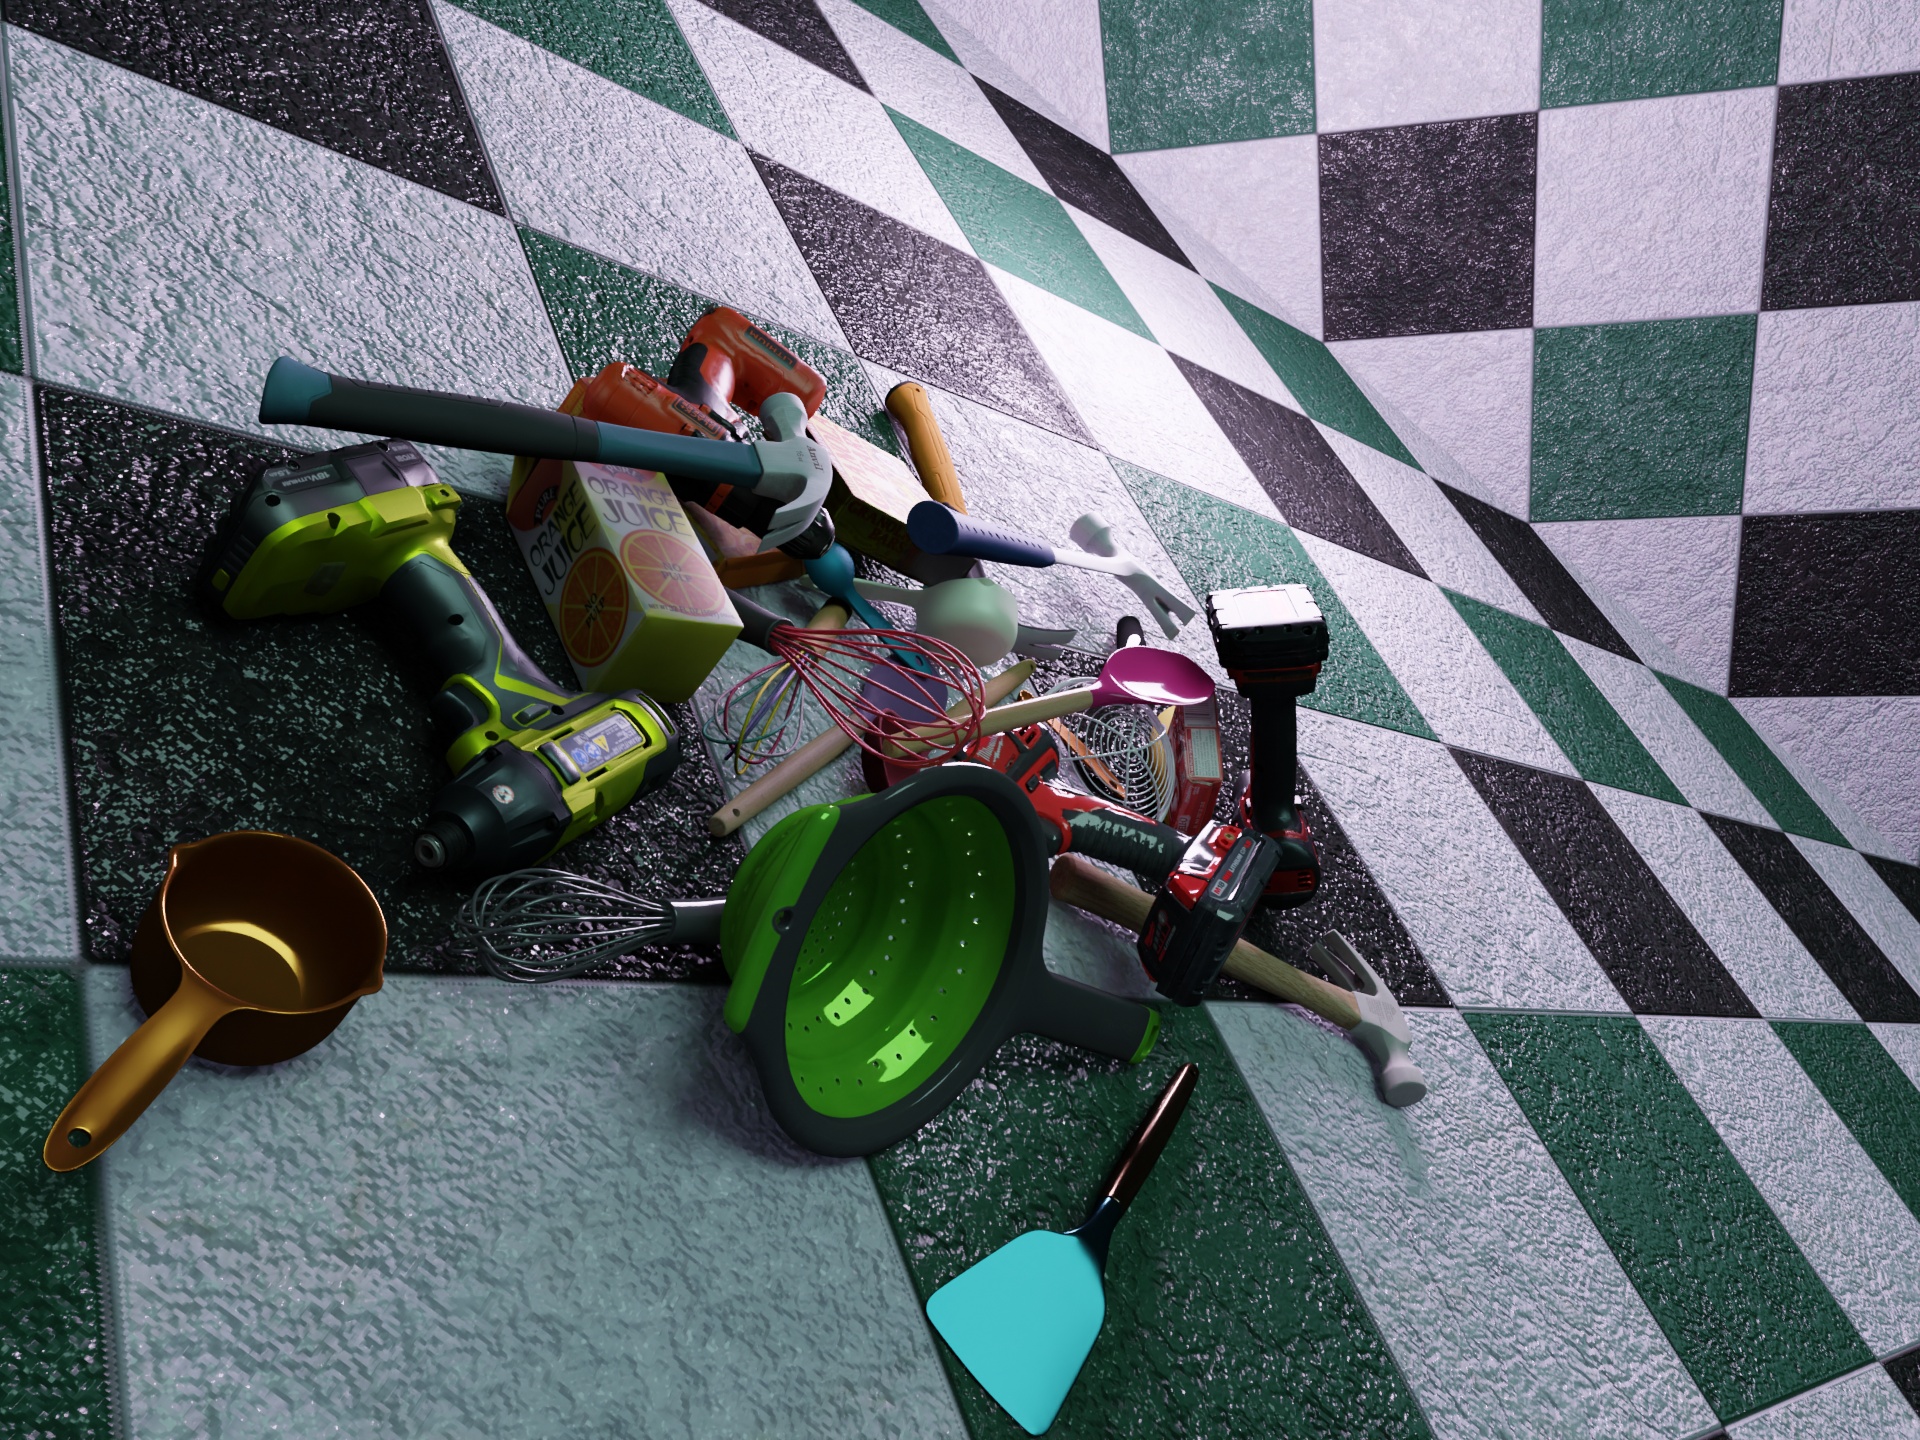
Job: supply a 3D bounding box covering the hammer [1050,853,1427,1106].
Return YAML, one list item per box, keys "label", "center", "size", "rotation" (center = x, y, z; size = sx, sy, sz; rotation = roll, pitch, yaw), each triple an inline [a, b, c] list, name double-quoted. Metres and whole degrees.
- label: "hammer"
  center: [0.199, 0.168, 1.137]
  size: [0.331, 0.031, 0.130]
  rotation: [27, 33, -25]

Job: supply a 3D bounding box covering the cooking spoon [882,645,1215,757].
- label: "cooking spoon"
  center: [0.067, -0.011, 1.074]
  size: [0.319, 0.017, 0.069]
  rotation: [-13, 49, -44]

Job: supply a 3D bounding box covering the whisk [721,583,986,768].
- label: "whisk"
  center: [-0.092, -0.043, 0.925]
  size: [0.296, 0.073, 0.073]
  rotation: [25, 14, 39]

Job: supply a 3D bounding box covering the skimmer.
- label: "skimmer"
  center: [0.114, -0.012, 1.261]
  size: [0.127, 0.090, 0.363]
  rotation: [45, 16, -9]

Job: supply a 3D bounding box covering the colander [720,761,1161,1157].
- label: "colander"
  center: [-0.010, 0.131, 0.867]
  size: [0.095, 0.204, 0.396]
  rotation: [21, -6, 37]

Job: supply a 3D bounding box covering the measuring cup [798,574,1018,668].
- label: "measuring cup"
  center: [-0.037, -0.075, 1.153]
  size: [0.167, 0.083, 0.038]
  rotation: [10, 58, -20]

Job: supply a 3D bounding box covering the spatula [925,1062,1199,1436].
- label: "spatula"
  center: [0.081, 0.263, 0.880]
  size: [0.082, 0.044, 0.317]
  rotation: [46, 25, 7]

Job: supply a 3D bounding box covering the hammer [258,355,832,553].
- label: "hammer"
  center: [-0.224, -0.163, 0.912]
  size: [0.330, 0.033, 0.128]
  rotation: [4, 46, -32]

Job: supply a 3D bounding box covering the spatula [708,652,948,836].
- label: "spatula"
  center: [-0.076, 0.012, 1.023]
  size: [0.060, 0.018, 0.316]
  rotation: [53, 29, -1]

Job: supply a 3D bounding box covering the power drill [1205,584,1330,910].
- label: "power drill"
  center: [0.236, 0.012, 1.233]
  size: [0.080, 0.226, 0.188]
  rotation: [-4, 20, 5]

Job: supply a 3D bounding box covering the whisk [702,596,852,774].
- label: "whisk"
  center: [-0.109, -0.029, 1.022]
  size: [0.245, 0.051, 0.047]
  rotation: [-66, 143, -64]

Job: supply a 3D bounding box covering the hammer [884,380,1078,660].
- label: "hammer"
  center: [-0.003, -0.180, 1.342]
  size: [0.127, 0.034, 0.337]
  rotation: [14, 39, -30]

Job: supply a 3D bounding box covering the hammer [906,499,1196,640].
- label: "hammer"
  center: [0.074, -0.129, 1.261]
  size: [0.144, 0.035, 0.405]
  rotation: [47, 19, 18]

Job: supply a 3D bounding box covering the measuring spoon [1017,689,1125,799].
- label: "measuring spoon"
  center: [0.085, 0.021, 1.219]
  size: [0.117, 0.011, 0.021]
  rotation: [45, 26, -4]

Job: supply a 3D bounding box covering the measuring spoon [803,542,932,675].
- label: "measuring spoon"
  center: [-0.058, -0.079, 1.109]
  size: [0.128, 0.021, 0.042]
  rotation: [46, 35, -18]

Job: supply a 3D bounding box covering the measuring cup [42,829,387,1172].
- label: "measuring cup"
  center: [-0.288, 0.114, 0.595]
  size: [0.095, 0.052, 0.174]
  rotation: [37, 31, -10]

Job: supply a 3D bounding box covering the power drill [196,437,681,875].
- label: "power drill"
  center: [-0.261, -0.028, 0.792]
  size: [0.223, 0.080, 0.171]
  rotation: [48, 29, 3]

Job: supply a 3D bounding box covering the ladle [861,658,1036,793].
- label: "ladle"
  center: [-0.002, -0.004, 1.121]
  size: [0.315, 0.031, 0.069]
  rotation: [-35, 115, -64]

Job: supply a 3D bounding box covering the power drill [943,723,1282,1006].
- label: "power drill"
  center: [0.080, 0.081, 1.014]
  size: [0.220, 0.078, 0.143]
  rotation: [28, 34, 14]

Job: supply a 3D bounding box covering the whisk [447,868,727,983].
- label: "whisk"
  center: [-0.150, 0.102, 0.791]
  size: [0.238, 0.055, 0.055]
  rotation: [8, 44, -53]
